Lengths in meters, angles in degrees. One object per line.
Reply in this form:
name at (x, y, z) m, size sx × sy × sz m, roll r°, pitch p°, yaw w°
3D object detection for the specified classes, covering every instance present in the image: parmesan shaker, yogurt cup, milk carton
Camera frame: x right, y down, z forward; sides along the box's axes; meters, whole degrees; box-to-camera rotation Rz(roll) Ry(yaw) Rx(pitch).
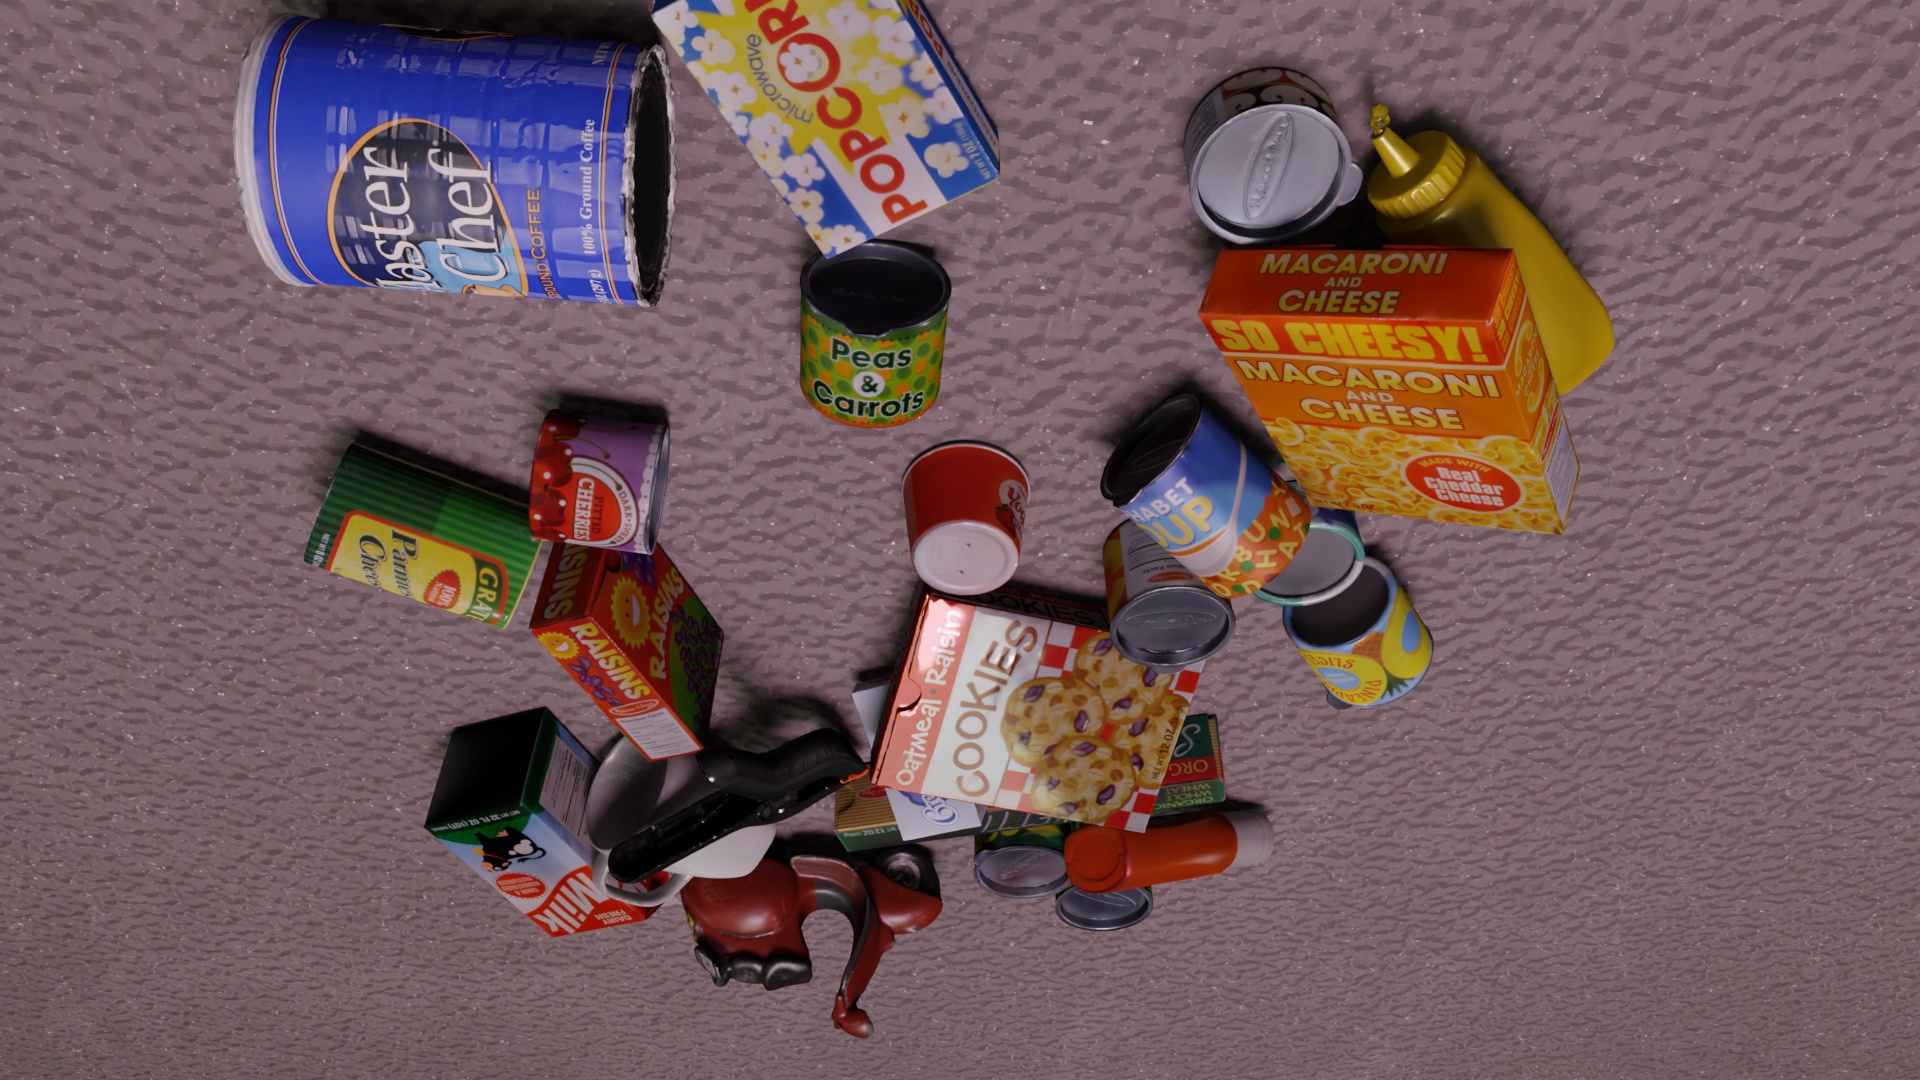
parmesan shaker at (-0.275, 0.000, 0.717) m, size 0.103 × 0.072 × 0.071 m, roll 21°, pitch 132°, yaw -20°
yogurt cup at (0.003, -0.009, 0.717) m, size 0.072 × 0.054 × 0.072 m, roll 0°, pitch 135°, yaw 0°
milk carton at (-0.259, 0.200, 0.914) m, size 0.072 × 0.074 × 0.189 m, roll -15°, pitch 134°, yaw 14°

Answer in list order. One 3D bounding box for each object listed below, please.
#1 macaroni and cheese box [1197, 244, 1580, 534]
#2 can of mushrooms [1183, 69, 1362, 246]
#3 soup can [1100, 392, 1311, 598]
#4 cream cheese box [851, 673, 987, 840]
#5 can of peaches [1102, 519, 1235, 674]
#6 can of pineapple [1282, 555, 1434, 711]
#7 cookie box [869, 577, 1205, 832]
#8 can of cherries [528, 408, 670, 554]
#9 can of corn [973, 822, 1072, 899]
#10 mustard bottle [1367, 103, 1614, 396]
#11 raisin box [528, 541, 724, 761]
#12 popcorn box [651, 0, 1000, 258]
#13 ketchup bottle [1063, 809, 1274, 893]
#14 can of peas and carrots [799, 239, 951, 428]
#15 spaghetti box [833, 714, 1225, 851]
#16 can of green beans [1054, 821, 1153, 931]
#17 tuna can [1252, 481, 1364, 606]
macaroni and cheese box at (0.193, -0.065, 0.613) m, size 0.124 × 0.040 × 0.166 m, roll 9°, pitch 157°, yaw 36°
can of mushrooms at (0.129, -0.159, 0.580) m, size 0.071 × 0.034 × 0.070 m, roll 0°, pitch 135°, yaw 0°
soup can at (0.120, -0.019, 0.684) m, size 0.083 × 0.072 × 0.071 m, roll 40°, pitch 124°, yaw -19°
cream cheese box at (-0.025, 0.129, 0.845) m, size 0.053 × 0.024 × 0.103 m, roll -15°, pitch 103°, yaw 13°
can of peaches at (0.111, 0.028, 0.752) m, size 0.071 × 0.058 × 0.070 m, roll -1°, pitch 136°, yaw 0°
can of pineapple at (0.219, 0.051, 0.767) m, size 0.071 × 0.071 × 0.057 m, roll -25°, pitch 129°, yaw 23°
cookie box at (0.043, 0.094, 0.798) m, size 0.167 × 0.040 × 0.122 m, roll 12°, pitch 108°, yaw -12°
can of cherries at (-0.177, -0.028, 0.685) m, size 0.058 × 0.072 × 0.071 m, roll 8°, pitch 135°, yaw -8°
can of corn at (0.040, 0.195, 0.920) m, size 0.071 × 0.058 × 0.070 m, roll 0°, pitch 136°, yaw 0°
mustard bottle at (0.216, -0.127, 0.592) m, size 0.160 × 0.065 × 0.048 m, roll 39°, pitch 99°, yaw -27°
raisin box at (-0.177, 0.050, 0.753) m, size 0.040 × 0.086 × 0.123 m, roll -14°, pitch 134°, yaw 15°
popcorn box at (-0.049, -0.183, 0.551) m, size 0.085 × 0.038 × 0.126 m, roll -21°, pitch 132°, yaw 20°
ketchup bottle at (0.141, 0.199, 0.901) m, size 0.149 × 0.043 × 0.064 m, roll 3°, pitch 162°, yaw -37°
can of peas and carrots at (-0.039, -0.091, 0.622) m, size 0.071 × 0.071 × 0.058 m, roll 4°, pitch 136°, yaw -4°
spaghetti box at (0.043, 0.156, 0.887) m, size 0.250 × 0.050 × 0.028 m, roll -10°, pitch 136°, yaw 9°
can of green beans at (0.097, 0.226, 0.952) m, size 0.071 × 0.058 × 0.071 m, roll 0°, pitch 135°, yaw 0°
tuna can at (0.179, 0.002, 0.743) m, size 0.071 × 0.033 × 0.070 m, roll 0°, pitch 136°, yaw 0°
